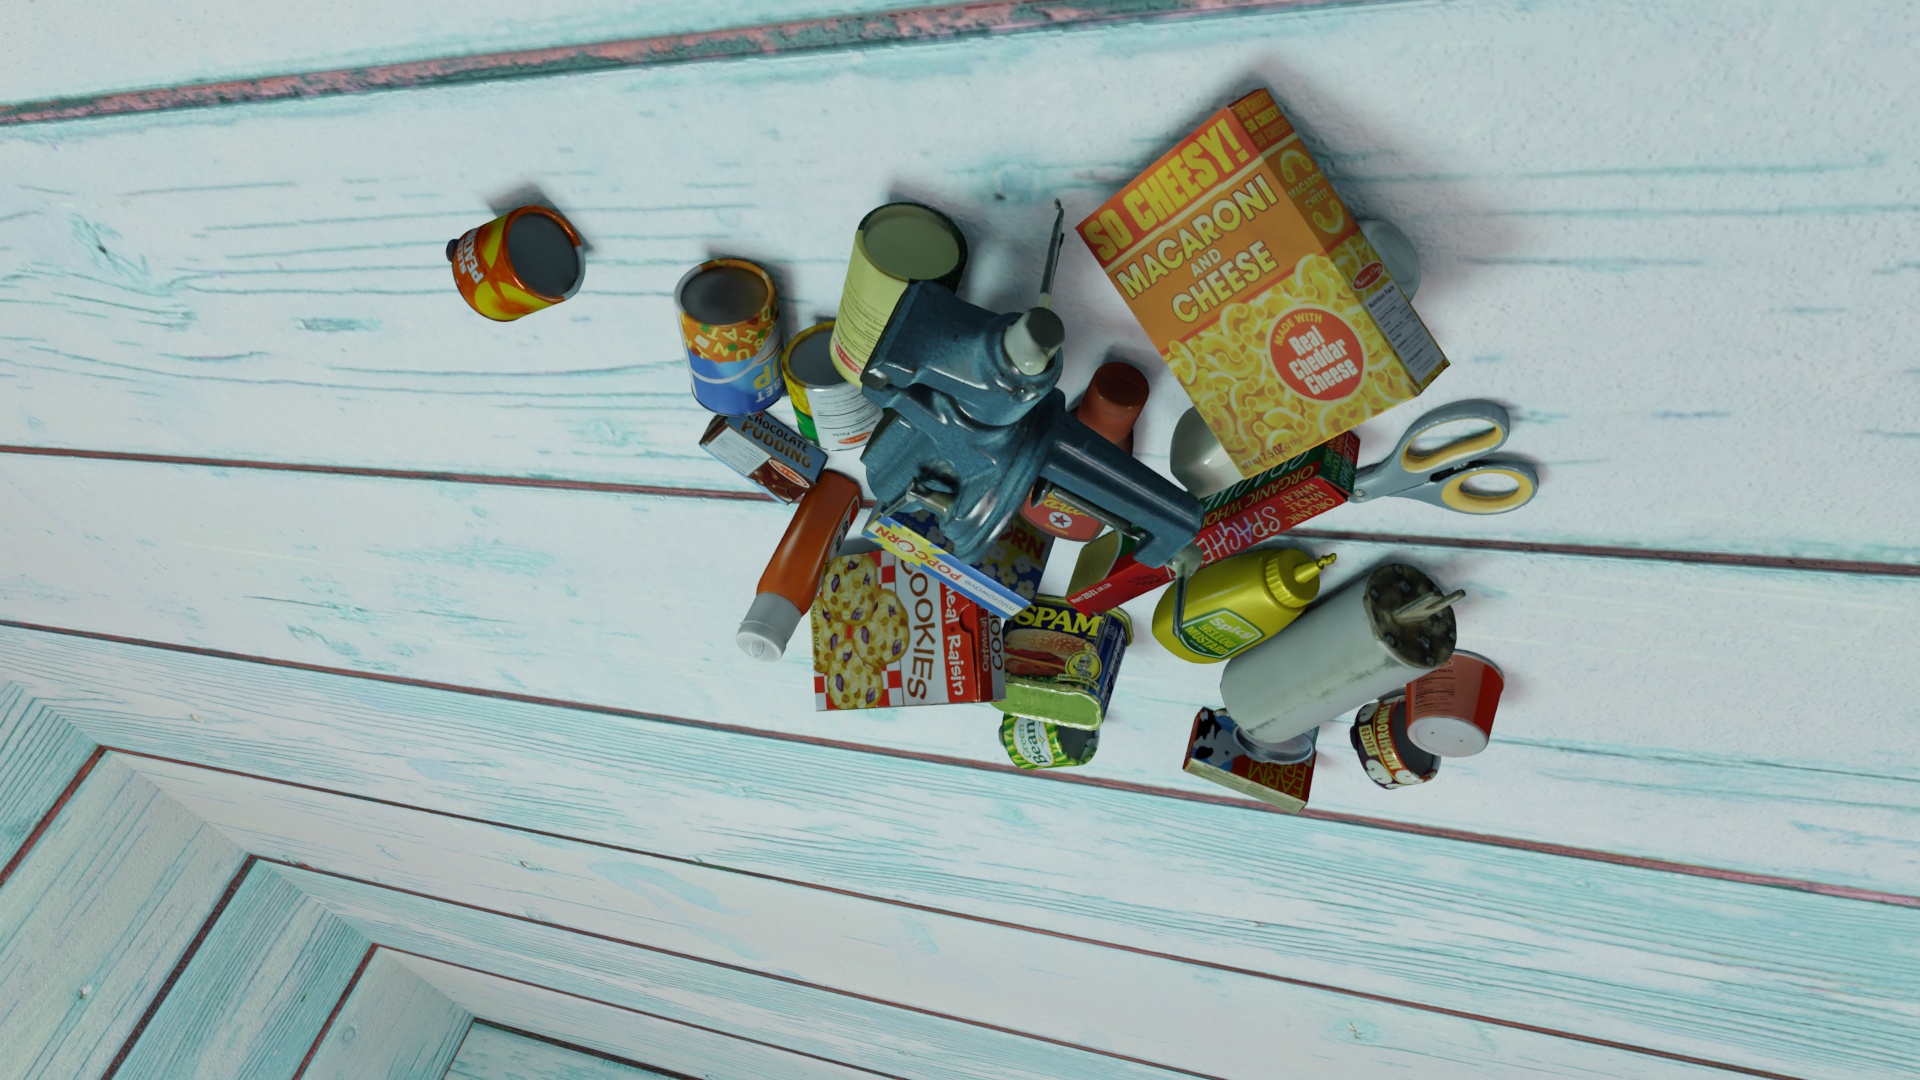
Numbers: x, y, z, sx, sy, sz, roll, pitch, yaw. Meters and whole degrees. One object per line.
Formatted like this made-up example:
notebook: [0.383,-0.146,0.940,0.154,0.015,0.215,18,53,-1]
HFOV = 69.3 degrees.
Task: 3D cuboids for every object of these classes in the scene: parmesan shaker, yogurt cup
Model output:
parmesan shaker: [-0.036,-0.142,0.833,0.071,0.072,0.102,23,145,-1]
yogurt cup: [0.350,0.118,0.990,0.072,0.054,0.072,14,145,11]

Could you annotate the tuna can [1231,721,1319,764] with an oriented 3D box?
tuna can: [0.251,0.148,1.105,0.071,0.033,0.070,15,145,11]

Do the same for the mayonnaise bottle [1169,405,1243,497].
mayonnaise bottle: [0.190,-0.076,0.807,0.041,0.065,0.147,40,138,-23]

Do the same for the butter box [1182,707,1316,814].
butter box: [0.238,0.181,1.141,0.103,0.053,0.024,21,143,0]

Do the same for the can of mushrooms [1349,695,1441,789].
can of mushrooms: [0.325,0.150,1.035,0.071,0.071,0.033,38,142,-23]

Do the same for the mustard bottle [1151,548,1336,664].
mustard bottle: [0.201,0.040,0.969,0.065,0.049,0.159,32,145,-17]

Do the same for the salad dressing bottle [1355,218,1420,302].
salad dressing bottle: [0.181,-0.121,0.764,0.064,0.044,0.147,42,143,-13]

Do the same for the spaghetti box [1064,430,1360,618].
spaghetti box: [0.160,-0.009,0.924,0.028,0.050,0.249,35,144,-20]

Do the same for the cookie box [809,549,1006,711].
cookie box: [-0.045,0.068,1.082,0.167,0.123,0.040,-8,173,37]

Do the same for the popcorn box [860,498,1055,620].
popcorn box: [0.003,-0.012,0.975,0.126,0.085,0.038,31,146,-14]

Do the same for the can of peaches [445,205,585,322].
can of peaches: [-0.294,-0.184,0.920,0.058,0.071,0.071,-9,135,37]

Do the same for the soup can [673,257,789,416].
soup can: [-0.147,-0.133,0.911,0.071,0.072,0.083,15,145,10]

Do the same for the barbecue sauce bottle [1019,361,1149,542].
barbecue sauce bottle: [0.084,-0.057,0.906,0.065,0.044,0.147,22,146,1]

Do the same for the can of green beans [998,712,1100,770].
can of green beans: [0.078,0.162,1.191,0.057,0.071,0.071,-13,133,40]

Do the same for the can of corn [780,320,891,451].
can of corn: [-0.082,-0.104,0.917,0.071,0.071,0.058,11,144,16]

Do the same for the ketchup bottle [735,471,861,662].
ketchup bottle: [-0.121,0.021,1.033,0.043,0.149,0.064,24,146,-1]

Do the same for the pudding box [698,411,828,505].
pudding box: [-0.147,-0.066,1.035,0.083,0.030,0.049,35,143,-19]

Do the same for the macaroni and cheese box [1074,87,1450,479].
macaroni and cheese box: [0.152,-0.128,0.717,0.166,0.040,0.123,55,142,-4]
